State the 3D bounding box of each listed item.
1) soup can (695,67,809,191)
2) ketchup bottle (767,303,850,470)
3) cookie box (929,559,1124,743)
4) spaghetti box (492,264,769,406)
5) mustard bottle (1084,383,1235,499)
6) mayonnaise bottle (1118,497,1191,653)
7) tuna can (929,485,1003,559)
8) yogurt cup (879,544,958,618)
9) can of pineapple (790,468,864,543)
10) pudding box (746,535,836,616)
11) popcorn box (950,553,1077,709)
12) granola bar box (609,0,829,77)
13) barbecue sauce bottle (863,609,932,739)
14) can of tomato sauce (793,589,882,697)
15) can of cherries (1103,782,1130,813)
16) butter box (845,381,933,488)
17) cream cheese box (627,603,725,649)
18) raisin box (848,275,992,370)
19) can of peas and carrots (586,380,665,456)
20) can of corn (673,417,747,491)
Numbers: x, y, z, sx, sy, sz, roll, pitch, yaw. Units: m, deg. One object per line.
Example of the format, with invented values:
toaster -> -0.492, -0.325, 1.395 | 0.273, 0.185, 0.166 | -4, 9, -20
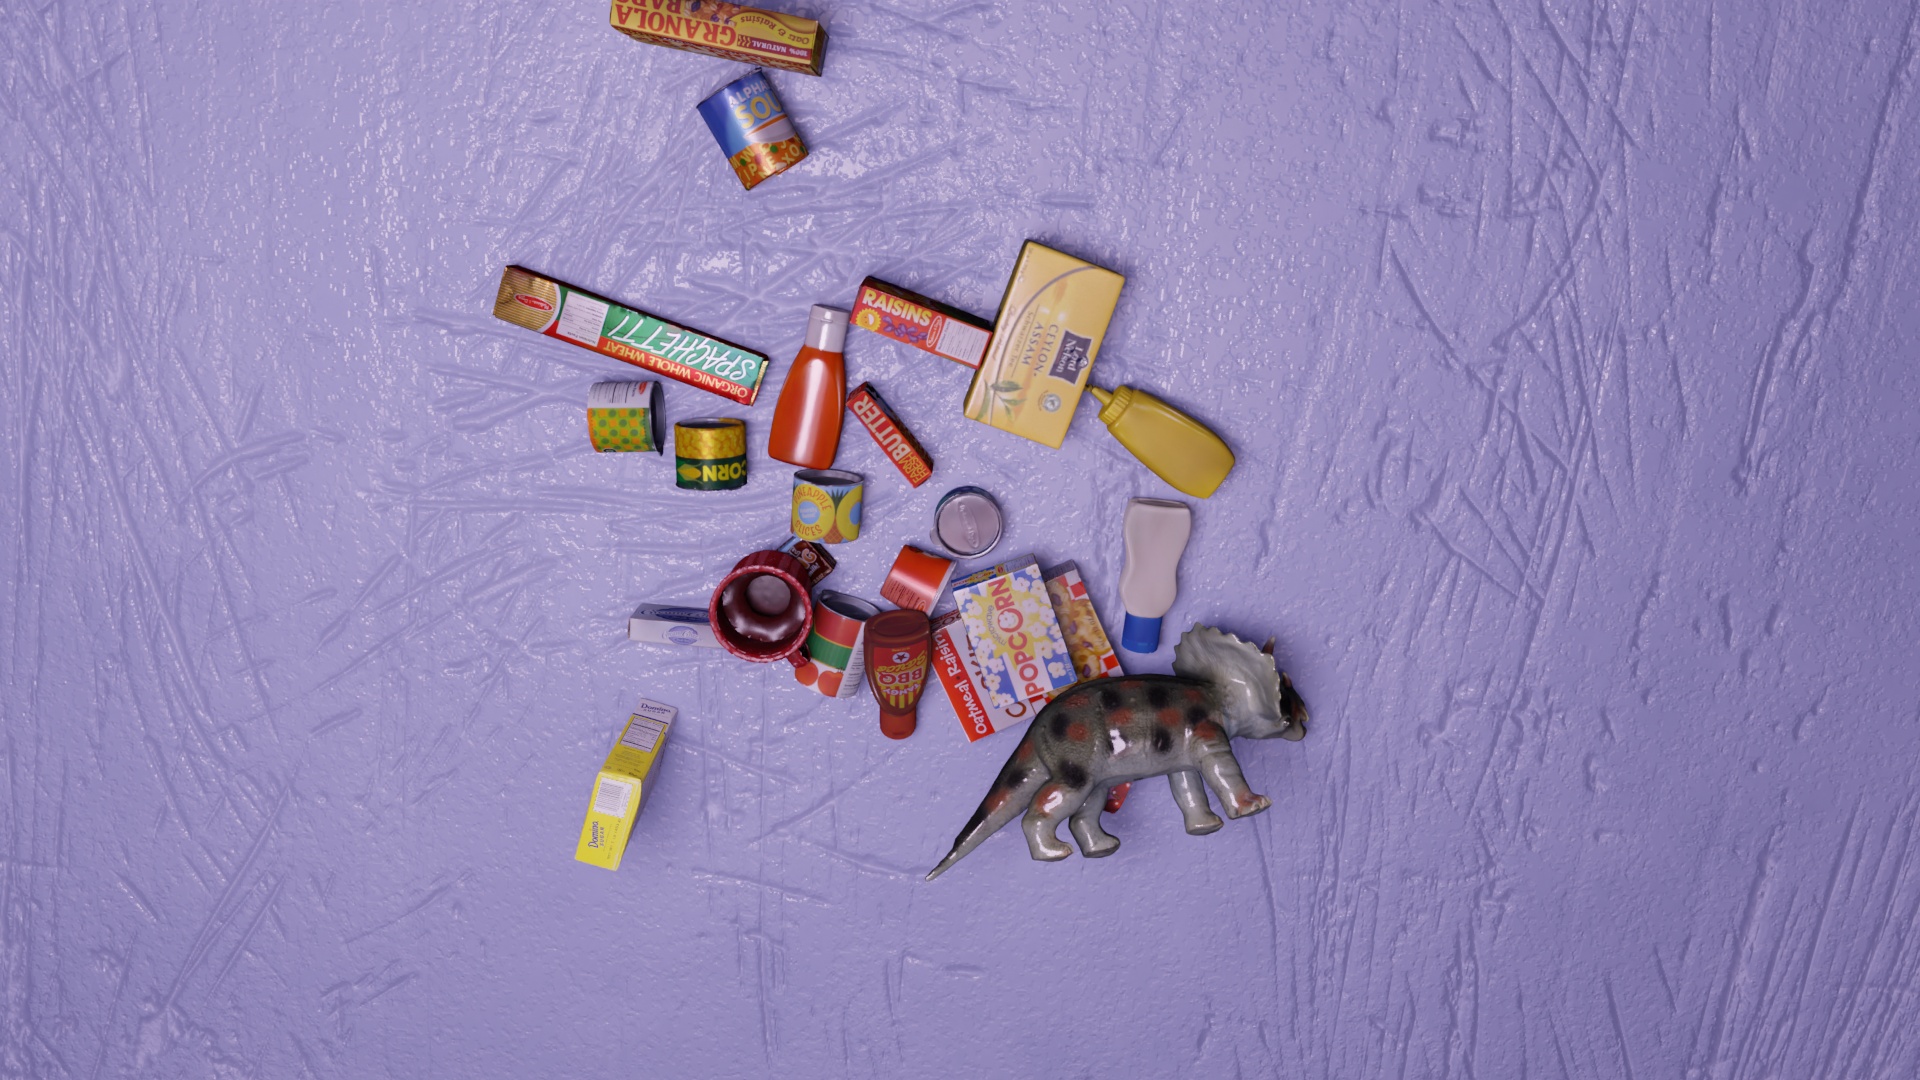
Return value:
soup can -> -0.180, -0.360, 1.217 | 0.071, 0.071, 0.083 | -29, 104, 6
ketchup bottle -> -0.135, -0.143, 1.288 | 0.065, 0.043, 0.148 | 13, 104, -1
cookie box -> 0.058, 0.109, 1.361 | 0.167, 0.040, 0.122 | -24, 104, 4
spaghetti box -> -0.301, -0.188, 1.280 | 0.250, 0.029, 0.050 | 19, 103, -6
mustard bottle -> 0.180, -0.104, 1.303 | 0.160, 0.049, 0.065 | 35, 101, -9
mayonnaise bottle -> 0.183, 0.034, 1.344 | 0.065, 0.041, 0.147 | 6, 106, -1
tuna can -> 0.005, -0.017, 1.330 | 0.071, 0.033, 0.071 | 0, 105, -1
yogurt cup -> -0.042, 0.039, 1.328 | 0.054, 0.072, 0.072 | 27, 103, 0
can of pineapple -> -0.126, -0.032, 1.304 | 0.071, 0.071, 0.057 | 5, 105, -3
pudding box -> -0.167, 0.032, 1.340 | 0.083, 0.030, 0.049 | -38, 101, 8
popcorn box -> 0.051, 0.086, 1.313 | 0.085, 0.038, 0.126 | -19, 103, 3
granola bar box -> -0.199, -0.428, 1.170 | 0.166, 0.124, 0.039 | 10, 103, -4
barbecue sauce bottle -> -0.060, 0.131, 1.332 | 0.065, 0.044, 0.147 | -7, 134, -10
can of tomato sauce -> -0.120, 0.100, 1.341 | 0.071, 0.071, 0.083 | 18, 104, -6
can of cherries -> 0.133, 0.234, 1.380 | 0.058, 0.072, 0.071 | 20, 104, -8
butter box -> -0.065, -0.099, 1.296 | 0.024, 0.053, 0.103 | -37, 102, 10
cream cheese box -> -0.263, 0.083, 1.338 | 0.104, 0.053, 0.024 | 5, 103, -3
raisin box -> -0.036, -0.198, 1.254 | 0.123, 0.086, 0.040 | 19, 106, -6
can of peas and carrots -> -0.307, -0.111, 1.281 | 0.059, 0.071, 0.070 | -1, 105, 0
can of corn -> -0.230, -0.080, 1.288 | 0.071, 0.071, 0.058 | 0, 104, -1
